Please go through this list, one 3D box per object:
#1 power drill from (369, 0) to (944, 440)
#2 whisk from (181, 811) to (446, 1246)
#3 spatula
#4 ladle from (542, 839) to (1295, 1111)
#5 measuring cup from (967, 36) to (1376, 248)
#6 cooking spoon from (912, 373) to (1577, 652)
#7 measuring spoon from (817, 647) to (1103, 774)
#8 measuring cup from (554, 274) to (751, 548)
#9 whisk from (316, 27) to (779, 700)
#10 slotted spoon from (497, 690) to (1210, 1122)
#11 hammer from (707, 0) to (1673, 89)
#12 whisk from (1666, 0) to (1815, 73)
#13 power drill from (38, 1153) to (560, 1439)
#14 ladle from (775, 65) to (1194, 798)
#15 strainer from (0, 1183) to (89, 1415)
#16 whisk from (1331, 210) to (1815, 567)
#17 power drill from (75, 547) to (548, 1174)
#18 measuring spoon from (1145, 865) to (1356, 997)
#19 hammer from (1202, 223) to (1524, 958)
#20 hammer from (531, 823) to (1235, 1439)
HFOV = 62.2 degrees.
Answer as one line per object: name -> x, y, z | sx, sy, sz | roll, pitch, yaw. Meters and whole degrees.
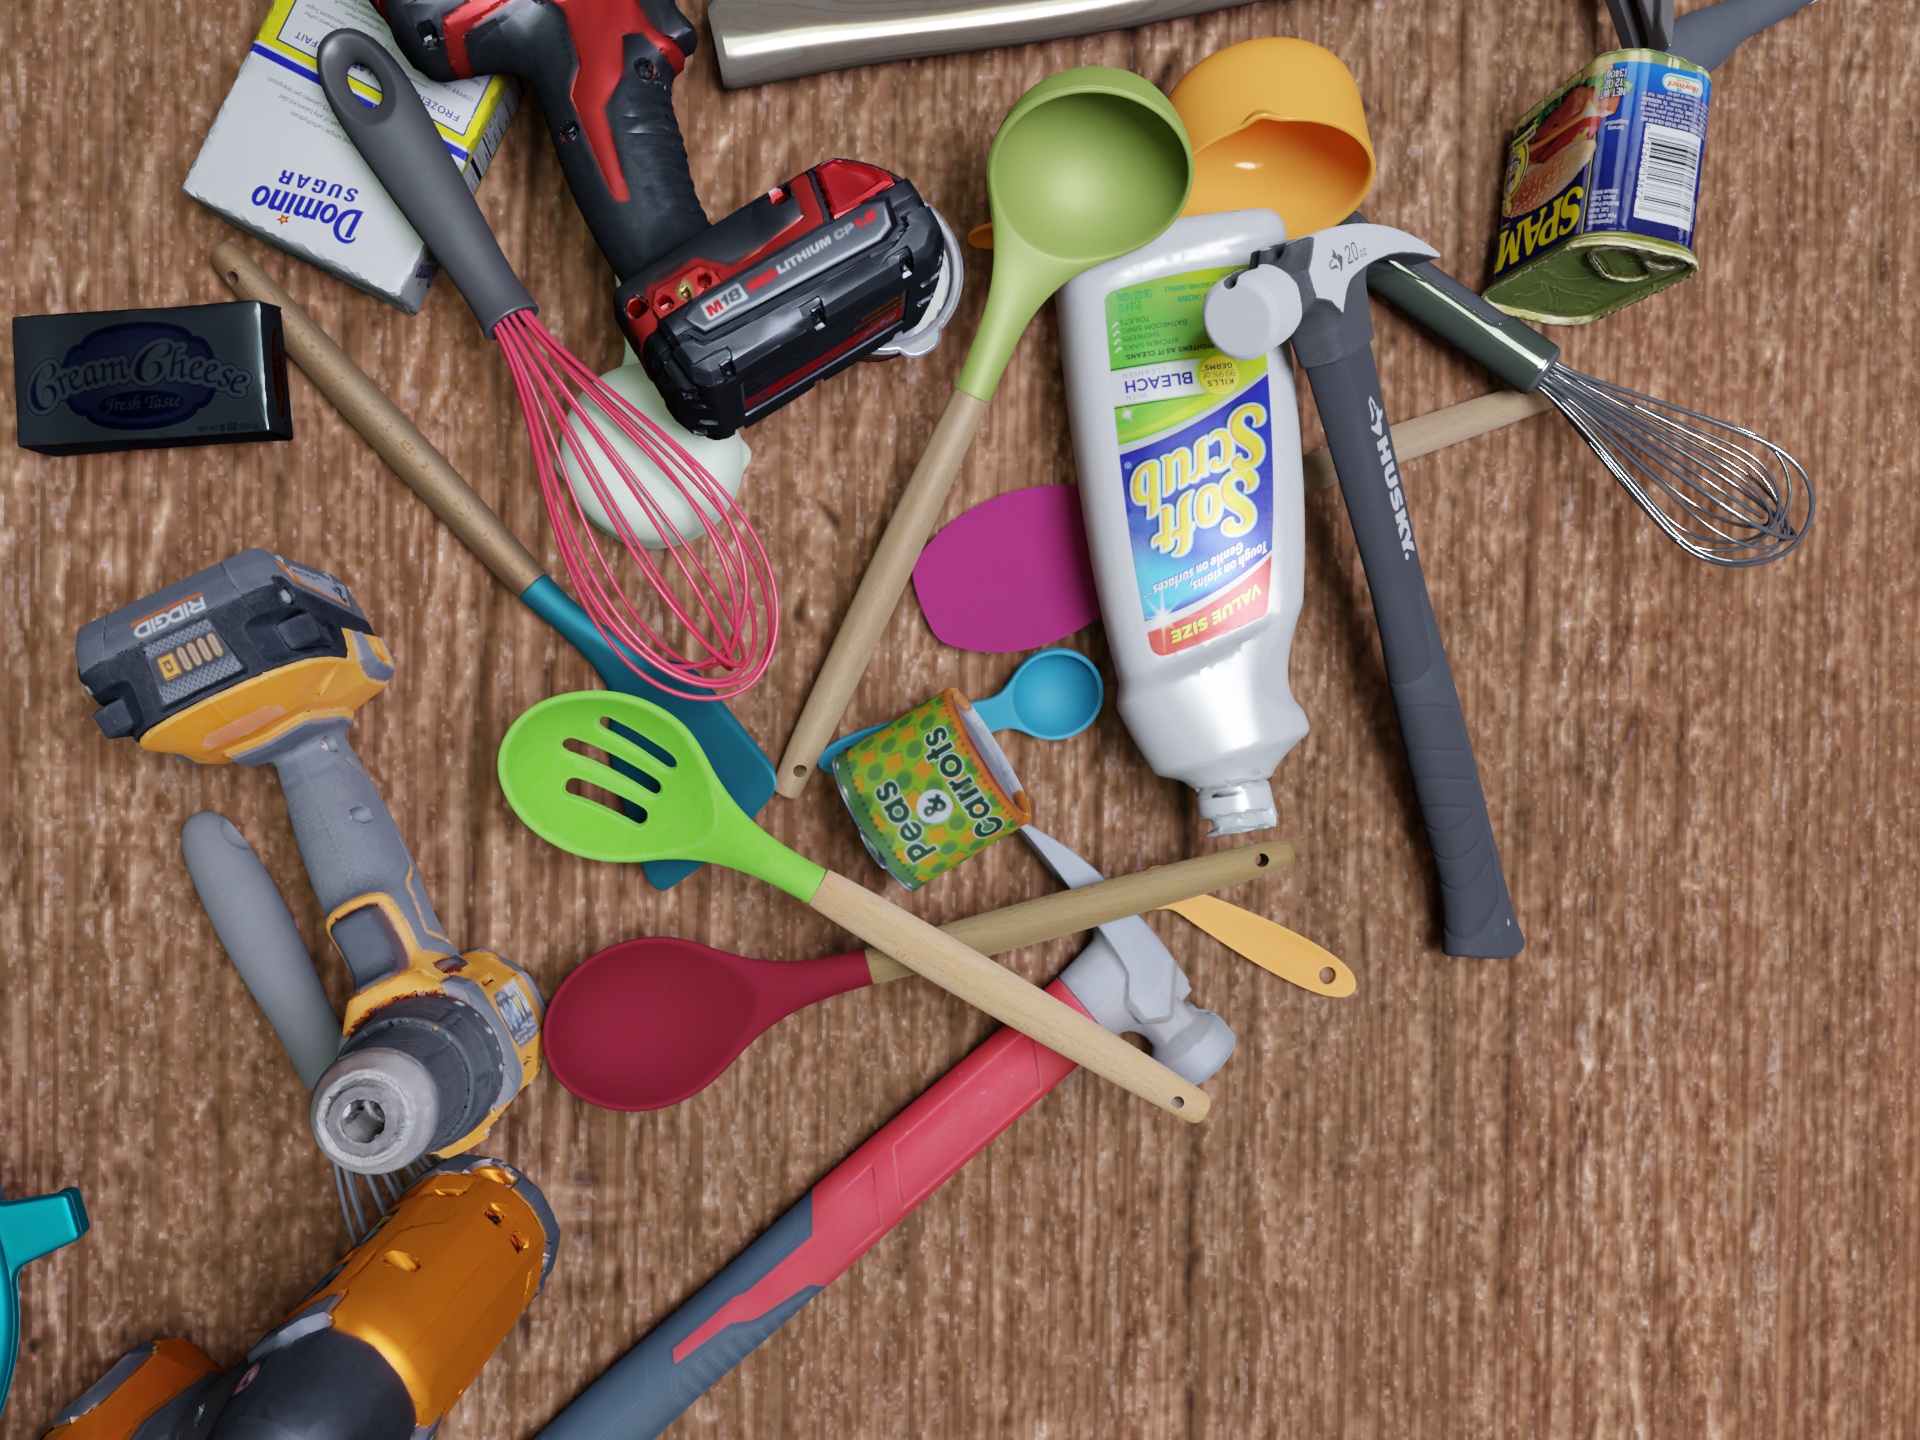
power drill -> -0.093, -0.243, 0.597 | 0.188, 0.080, 0.227 | -33, 88, -7
whisk -> -0.254, 0.143, 0.649 | 0.055, 0.055, 0.239 | -28, 90, -7
spatula -> -0.197, -0.072, 0.650 | 0.082, 0.044, 0.317 | -41, 95, 27
ladle -> -0.013, 0.093, 0.655 | 0.315, 0.031, 0.069 | -14, 91, -5
measuring cup -> 0.086, -0.240, 0.681 | 0.173, 0.095, 0.052 | -6, 71, 14
cooking spoon -> 0.132, -0.102, 0.710 | 0.319, 0.017, 0.069 | -19, 83, -7
measuring spoon -> -0.001, -0.002, 0.697 | 0.128, 0.021, 0.042 | -16, 114, 1
measuring cup -> -0.131, -0.156, 0.660 | 0.083, 0.038, 0.167 | -4, 94, -8
whisk -> -0.161, -0.137, 0.611 | 0.073, 0.073, 0.296 | -32, 91, -6
slotted spoon -> -0.035, 0.080, 0.627 | 0.313, 0.031, 0.070 | 31, 104, -7
hammer -> 0.099, -0.312, 0.681 | 0.410, 0.038, 0.146 | -12, 79, -6
whisk -> 0.420, -0.360, 0.732 | 0.284, 0.070, 0.070 | -32, 95, -1
power drill -> -0.258, 0.257, 0.556 | 0.226, 0.164, 0.084 | -36, 96, 21
ladle -> -0.004, -0.104, 0.638 | 0.078, 0.062, 0.320 | 21, 104, -20
strainer -> -0.475, 0.267, 0.594 | 0.211, 0.095, 0.340 | 29, 89, -5
whisk -> 0.262, -0.149, 0.697 | 0.246, 0.058, 0.059 | 37, 130, 6
power drill -> -0.230, 0.055, 0.580 | 0.084, 0.185, 0.226 | -27, 92, -5
measuring spoon -> 0.129, 0.096, 0.720 | 0.117, 0.011, 0.021 | 28, 87, -11
hammer -> 0.191, -0.044, 0.676 | 0.146, 0.035, 0.334 | -37, 115, -43
hammer -> -0.070, 0.209, 0.678 | 0.386, 0.038, 0.143 | -40, 95, -6
